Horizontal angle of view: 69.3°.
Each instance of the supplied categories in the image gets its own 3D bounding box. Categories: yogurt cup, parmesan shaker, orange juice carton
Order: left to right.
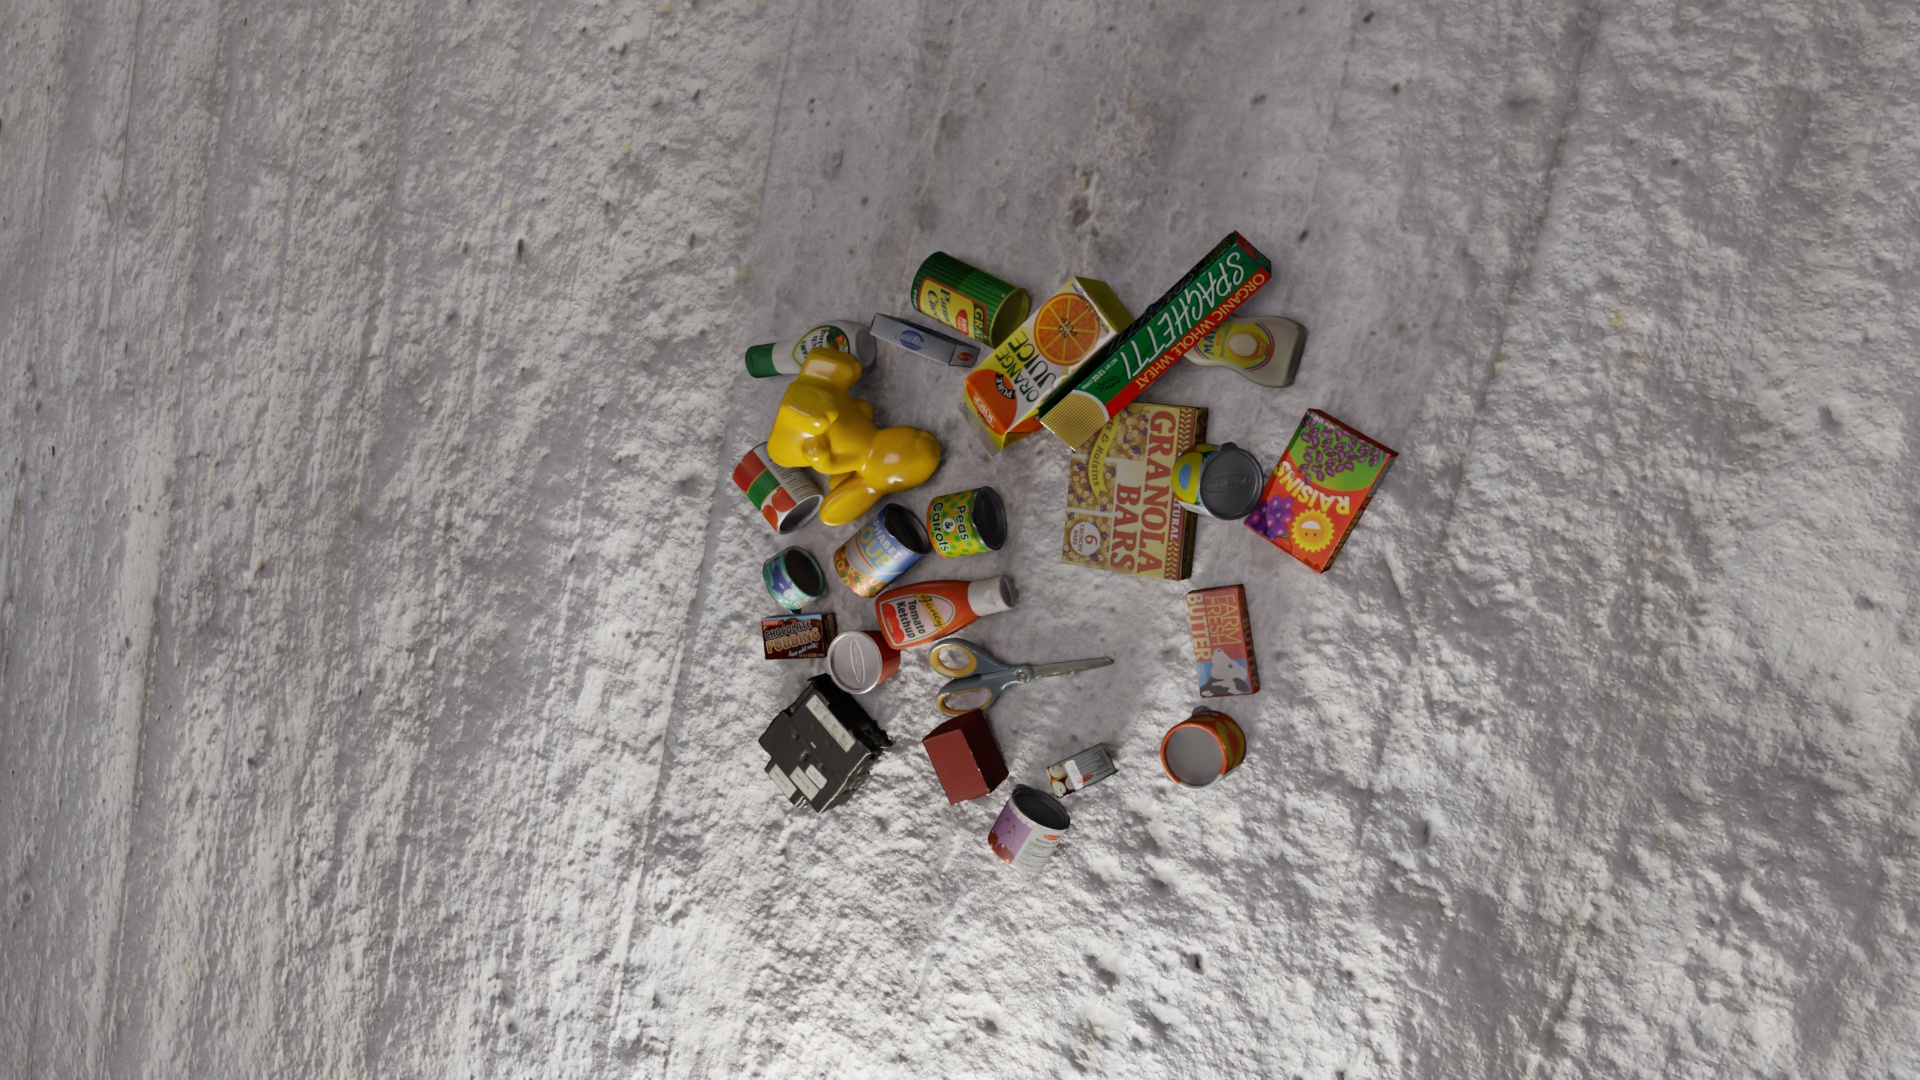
[{"bbox_3d":[-0.100,0.126,1.484,0.072,0.054,0.072,2,95,29],"label":"yogurt cup"},{"bbox_3d":[0.009,-0.239,1.394,0.103,0.071,0.071,29,107,25],"label":"parmesan shaker"},{"bbox_3d":[0.078,-0.166,1.355,0.192,0.073,0.072,-41,75,25],"label":"orange juice carton"}]

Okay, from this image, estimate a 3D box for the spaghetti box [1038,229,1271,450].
[{"bbox_3d":[0.174,-0.179,1.266,0.050,0.029,0.249,38,117,-21],"label":"spaghetti box"}]

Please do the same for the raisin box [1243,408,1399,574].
[{"bbox_3d":[0.323,-0.045,1.248,0.086,0.040,0.123,34,109,22],"label":"raisin box"}]

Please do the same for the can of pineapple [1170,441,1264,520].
[{"bbox_3d":[0.233,-0.056,1.263,0.058,0.071,0.071,-157,70,-70],"label":"can of pineapple"}]

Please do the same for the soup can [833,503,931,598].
[{"bbox_3d":[-0.085,0.011,1.457,0.083,0.071,0.071,-40,75,25],"label":"soup can"}]

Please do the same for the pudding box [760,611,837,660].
[{"bbox_3d":[-0.178,0.106,1.539,0.083,0.030,0.049,-5,90,29],"label":"pudding box"}]

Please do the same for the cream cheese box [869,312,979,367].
[{"bbox_3d":[-0.037,-0.205,1.427,0.104,0.053,0.024,25,103,25],"label":"cream cheese box"}]

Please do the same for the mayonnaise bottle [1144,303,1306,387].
[{"bbox_3d":[0.240,-0.186,1.282,0.148,0.041,0.064,19,104,26],"label":"mayonnaise bottle"}]

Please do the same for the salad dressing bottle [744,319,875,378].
[{"bbox_3d":[-0.164,-0.201,1.502,0.147,0.044,0.064,-4,95,29],"label":"salad dressing bottle"}]

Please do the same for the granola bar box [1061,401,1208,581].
[{"bbox_3d":[0.166,-0.051,1.334,0.124,0.039,0.165,8,98,28],"label":"granola bar box"}]

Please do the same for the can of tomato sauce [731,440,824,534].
[{"bbox_3d":[-0.200,-0.056,1.520,0.083,0.071,0.071,49,114,16],"label":"can of tomato sauce"}]

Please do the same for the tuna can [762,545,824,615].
[{"bbox_3d":[-0.180,0.043,1.515,0.032,0.071,0.071,-32,79,27],"label":"tuna can"}]

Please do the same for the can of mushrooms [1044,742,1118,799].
[{"bbox_3d":[0.117,0.227,1.366,0.071,0.071,0.033,-30,80,27],"label":"can of mushrooms"}]

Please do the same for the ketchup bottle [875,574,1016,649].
[{"bbox_3d":[-0.014,0.068,1.438,0.148,0.044,0.064,-16,96,28],"label":"ketchup bottle"}]

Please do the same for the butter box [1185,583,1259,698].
[{"bbox_3d":[0.247,0.095,1.308,0.053,0.024,0.103,-8,89,30],"label":"butter box"}]

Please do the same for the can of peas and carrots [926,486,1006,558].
[{"bbox_3d":[0.005,-0.018,1.406,0.058,0.071,0.071,-11,89,30],"label":"can of peas and carrots"}]

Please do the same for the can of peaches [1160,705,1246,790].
[{"bbox_3d":[0.227,0.195,1.306,0.071,0.058,0.071,3,96,29],"label":"can of peaches"}]

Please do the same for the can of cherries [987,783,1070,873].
[{"bbox_3d":[0.067,0.290,1.398,0.071,0.071,0.058,35,110,22],"label":"can of cherries"}]
